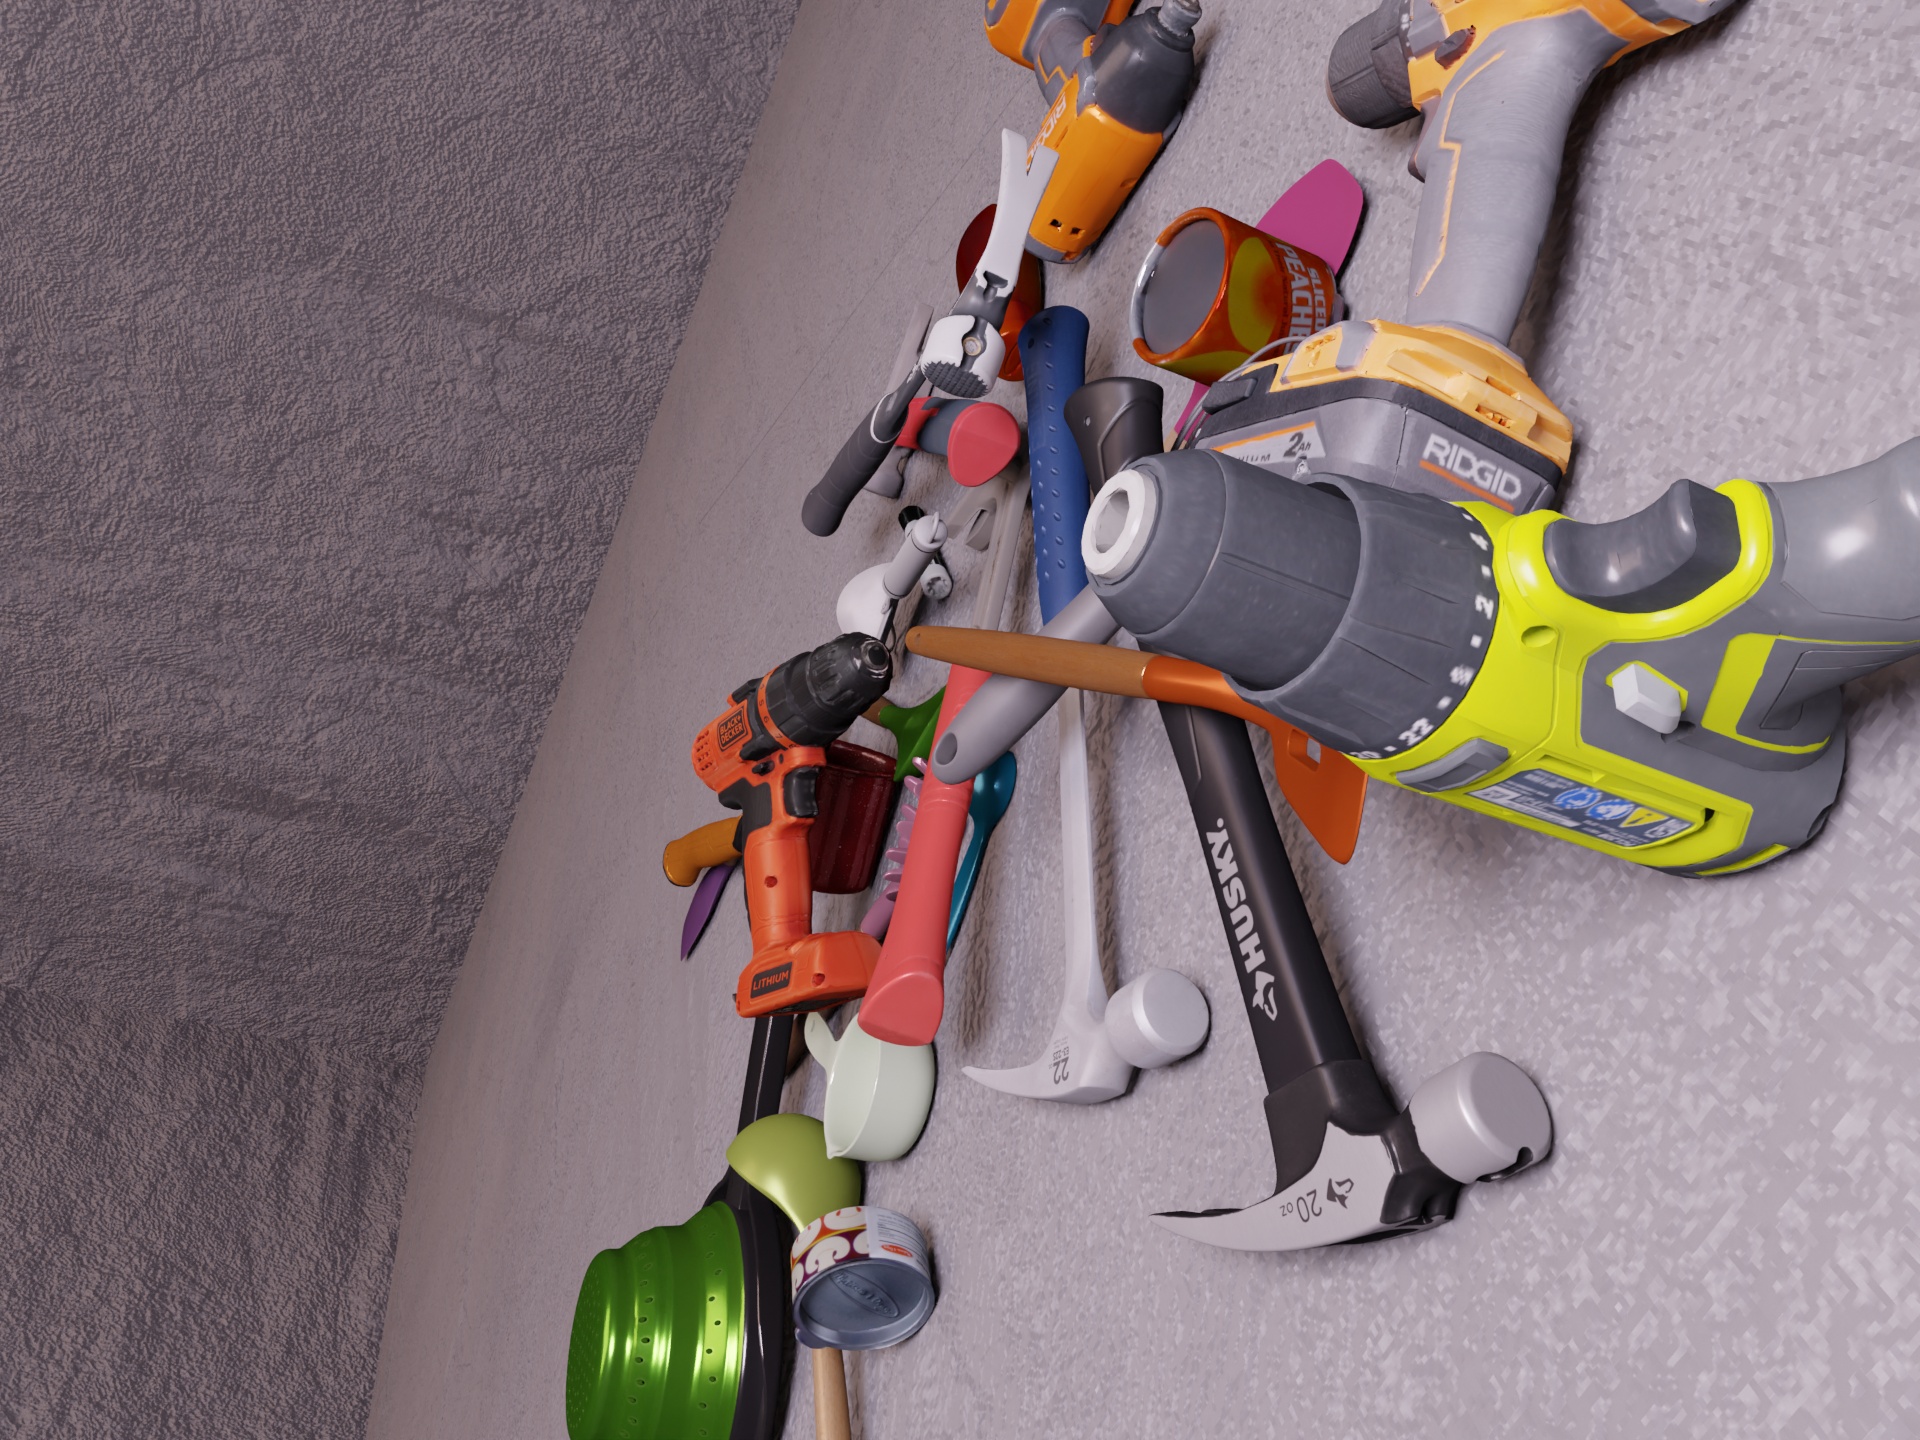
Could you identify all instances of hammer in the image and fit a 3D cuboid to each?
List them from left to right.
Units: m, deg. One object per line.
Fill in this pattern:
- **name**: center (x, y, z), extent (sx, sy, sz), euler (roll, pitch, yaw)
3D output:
- **hammer**: center (-0.171, 0.081, 1.232), extent (0.337, 0.034, 0.127), euler (156, 119, -62)
- **hammer**: center (-0.036, -0.190, 0.933), extent (0.409, 0.036, 0.149), euler (148, 141, -70)
- **hammer**: center (-0.012, -0.202, 1.009), extent (0.386, 0.038, 0.143), euler (-131, 61, -75)
- **hammer**: center (-0.001, -0.003, 0.824), extent (0.149, 0.036, 0.359), euler (-47, 26, 54)
- **hammer**: center (0.046, -0.024, 0.733), extent (0.144, 0.035, 0.406), euler (-45, 38, 51)
- **hammer**: center (0.084, 0.014, 0.547), extent (0.146, 0.035, 0.335), euler (-50, 43, 46)

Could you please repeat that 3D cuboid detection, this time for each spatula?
- **spatula**: center (-0.184, 0.098, 1.317), extent (0.315, 0.018, 0.060), euler (124, 153, -42)
- **spatula**: center (0.047, -0.018, 0.543), extent (0.323, 0.041, 0.081), euler (13, 97, 62)

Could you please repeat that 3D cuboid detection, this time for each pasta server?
- **pasta server**: center (-0.070, 0.137, 0.956), extent (0.316, 0.040, 0.060), euler (-57, 13, 40)

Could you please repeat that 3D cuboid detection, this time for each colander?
- **colander**: center (-0.166, 0.293, 0.953), extent (0.204, 0.094, 0.397), euler (167, 113, -68)

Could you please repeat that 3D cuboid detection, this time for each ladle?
- **ladle**: center (-0.071, 0.336, 0.776), extent (0.062, 0.078, 0.321), euler (-37, 42, 27)

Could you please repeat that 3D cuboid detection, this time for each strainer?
- **strainer**: center (-0.041, -0.084, 0.967), extent (0.258, 0.050, 0.087), euler (139, 150, -73)

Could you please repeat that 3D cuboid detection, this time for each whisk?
- **whisk**: center (0.066, -0.059, 0.650), extent (0.239, 0.055, 0.055), euler (-47, 28, 18)

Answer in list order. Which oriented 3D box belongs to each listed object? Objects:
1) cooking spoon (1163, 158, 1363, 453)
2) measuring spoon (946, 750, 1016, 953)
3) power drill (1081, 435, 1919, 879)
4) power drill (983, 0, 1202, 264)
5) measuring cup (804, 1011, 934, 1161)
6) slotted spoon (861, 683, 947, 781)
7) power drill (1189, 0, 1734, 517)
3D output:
- **cooking spoon**: center (0.094, -0.113, 0.746), extent (0.318, 0.017, 0.069), euler (-59, 35, 34)
- **measuring spoon**: center (-0.003, 0.074, 0.846), extent (0.128, 0.021, 0.042), euler (-71, 20, 2)
- **power drill**: center (0.152, -0.042, 0.292), extent (0.228, 0.190, 0.080), euler (-35, 44, 53)
- **power drill**: center (0.080, -0.400, 0.930), extent (0.164, 0.084, 0.227), euler (-49, 35, 47)
- **measuring cup**: center (-0.054, 0.189, 0.874), extent (0.168, 0.038, 0.083), euler (-166, 92, -73)
- **slotted spoon**: center (-0.050, -0.008, 1.035), extent (0.070, 0.031, 0.314), euler (-59, 18, -2)
- **power drill**: center (0.156, -0.169, 0.541), extent (0.226, 0.084, 0.185), euler (-69, 20, -2)
